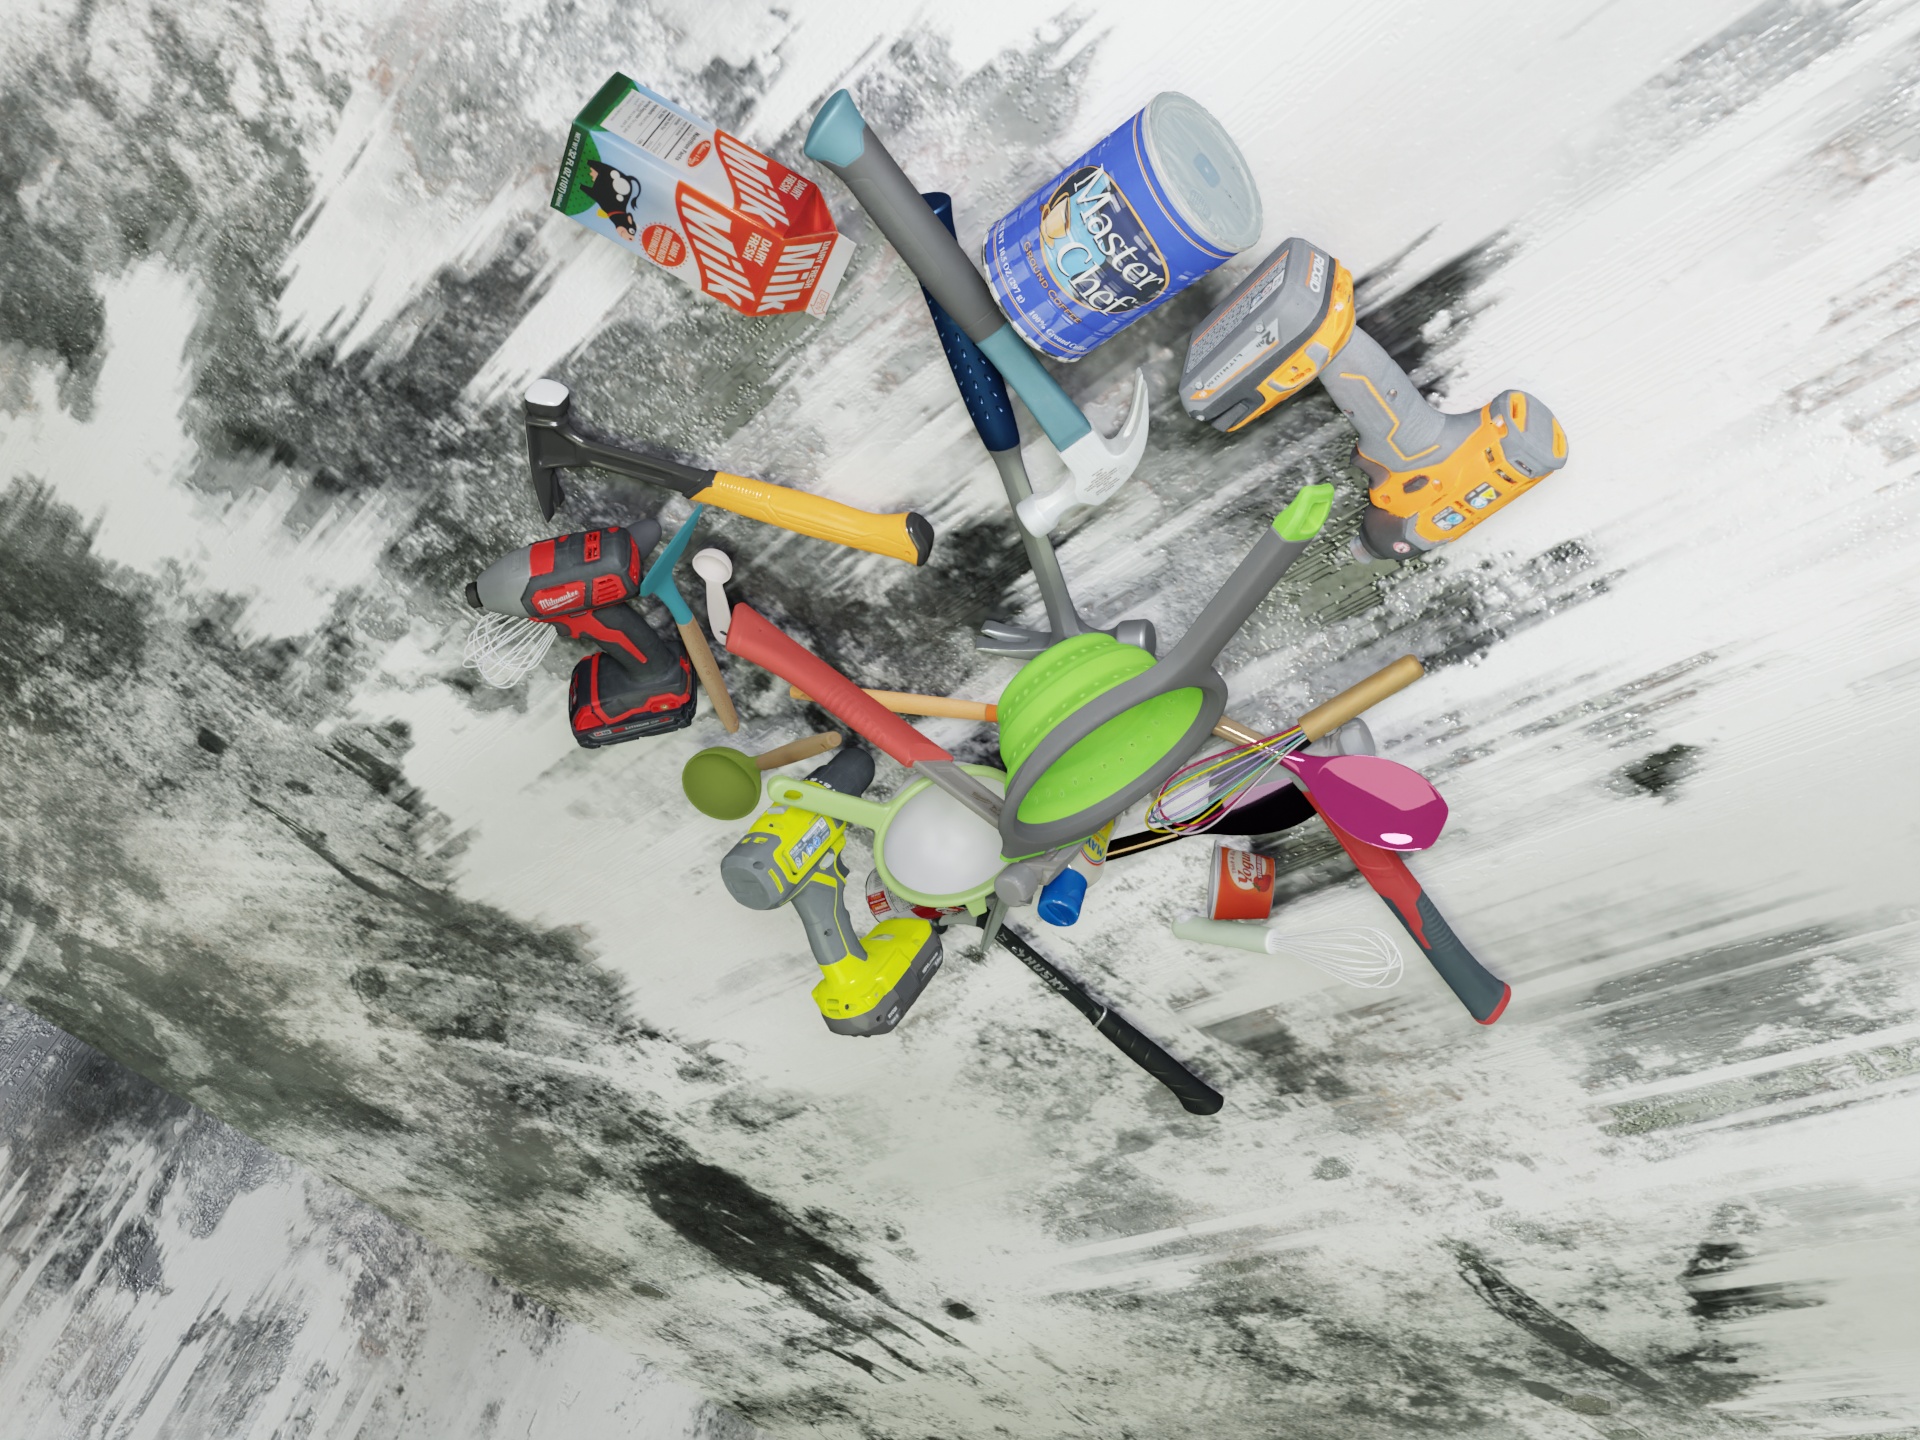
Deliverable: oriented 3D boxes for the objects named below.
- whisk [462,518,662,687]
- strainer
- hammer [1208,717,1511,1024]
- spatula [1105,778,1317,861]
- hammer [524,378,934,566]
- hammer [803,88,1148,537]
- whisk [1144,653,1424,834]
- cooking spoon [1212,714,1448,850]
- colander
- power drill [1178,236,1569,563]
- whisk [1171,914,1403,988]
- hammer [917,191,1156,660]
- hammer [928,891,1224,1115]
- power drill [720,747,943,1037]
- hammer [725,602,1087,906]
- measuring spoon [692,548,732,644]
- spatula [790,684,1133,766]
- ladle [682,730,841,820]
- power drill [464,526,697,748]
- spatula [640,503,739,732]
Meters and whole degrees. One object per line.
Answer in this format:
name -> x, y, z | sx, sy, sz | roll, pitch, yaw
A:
whisk -> -0.351, -0.105, 1.406 | 0.284, 0.070, 0.070 | -29, 120, 37
strainer -> -0.057, 0.077, 1.409 | 0.256, 0.069, 0.151 | 17, 114, -26
hammer -> 0.367, 0.150, 1.388 | 0.143, 0.038, 0.386 | -22, 125, 30
spatula -> 0.174, 0.107, 1.423 | 0.316, 0.018, 0.059 | -18, 127, 27
hammer -> -0.185, -0.176, 1.272 | 0.337, 0.034, 0.127 | 16, 139, 6
hammer -> 0.011, -0.266, 1.043 | 0.128, 0.033, 0.330 | -32, 124, 17
whisk -> 0.250, 0.020, 1.241 | 0.245, 0.051, 0.047 | -32, 107, 13
cooking spoon -> 0.235, 0.016, 1.272 | 0.319, 0.017, 0.068 | 26, 106, 13
colander -> 0.130, -0.051, 1.161 | 0.095, 0.204, 0.397 | 56, 135, 24
power drill -> 0.256, -0.192, 1.039 | 0.226, 0.084, 0.164 | 30, 140, -17
whisk -> 0.291, 0.202, 1.443 | 0.246, 0.058, 0.059 | 3, 111, 46
hammer -> 0.028, -0.192, 1.164 | 0.144, 0.035, 0.405 | -2, 135, 24
hammer -> 0.138, 0.297, 1.659 | 0.408, 0.036, 0.149 | 42, 134, -23
power drill -> -0.105, 0.155, 1.455 | 0.080, 0.191, 0.228 | -5, 122, 39
hammer -> -0.050, 0.009, 1.344 | 0.359, 0.149, 0.036 | 36, 134, 13
measuring spoon -> -0.208, -0.108, 1.376 | 0.034, 0.018, 0.124 | 14, 146, 8
spatula -> -0.002, -0.004, 1.379 | 0.323, 0.041, 0.081 | 6, 131, 18
ladle -> -0.175, 0.043, 1.414 | 0.078, 0.062, 0.320 | 46, 157, -13
power drill -> -0.317, -0.071, 1.354 | 0.143, 0.079, 0.219 | -12, 145, 4
spatula -> -0.222, -0.068, 1.363 | 0.044, 0.082, 0.317 | 23, 155, 19
